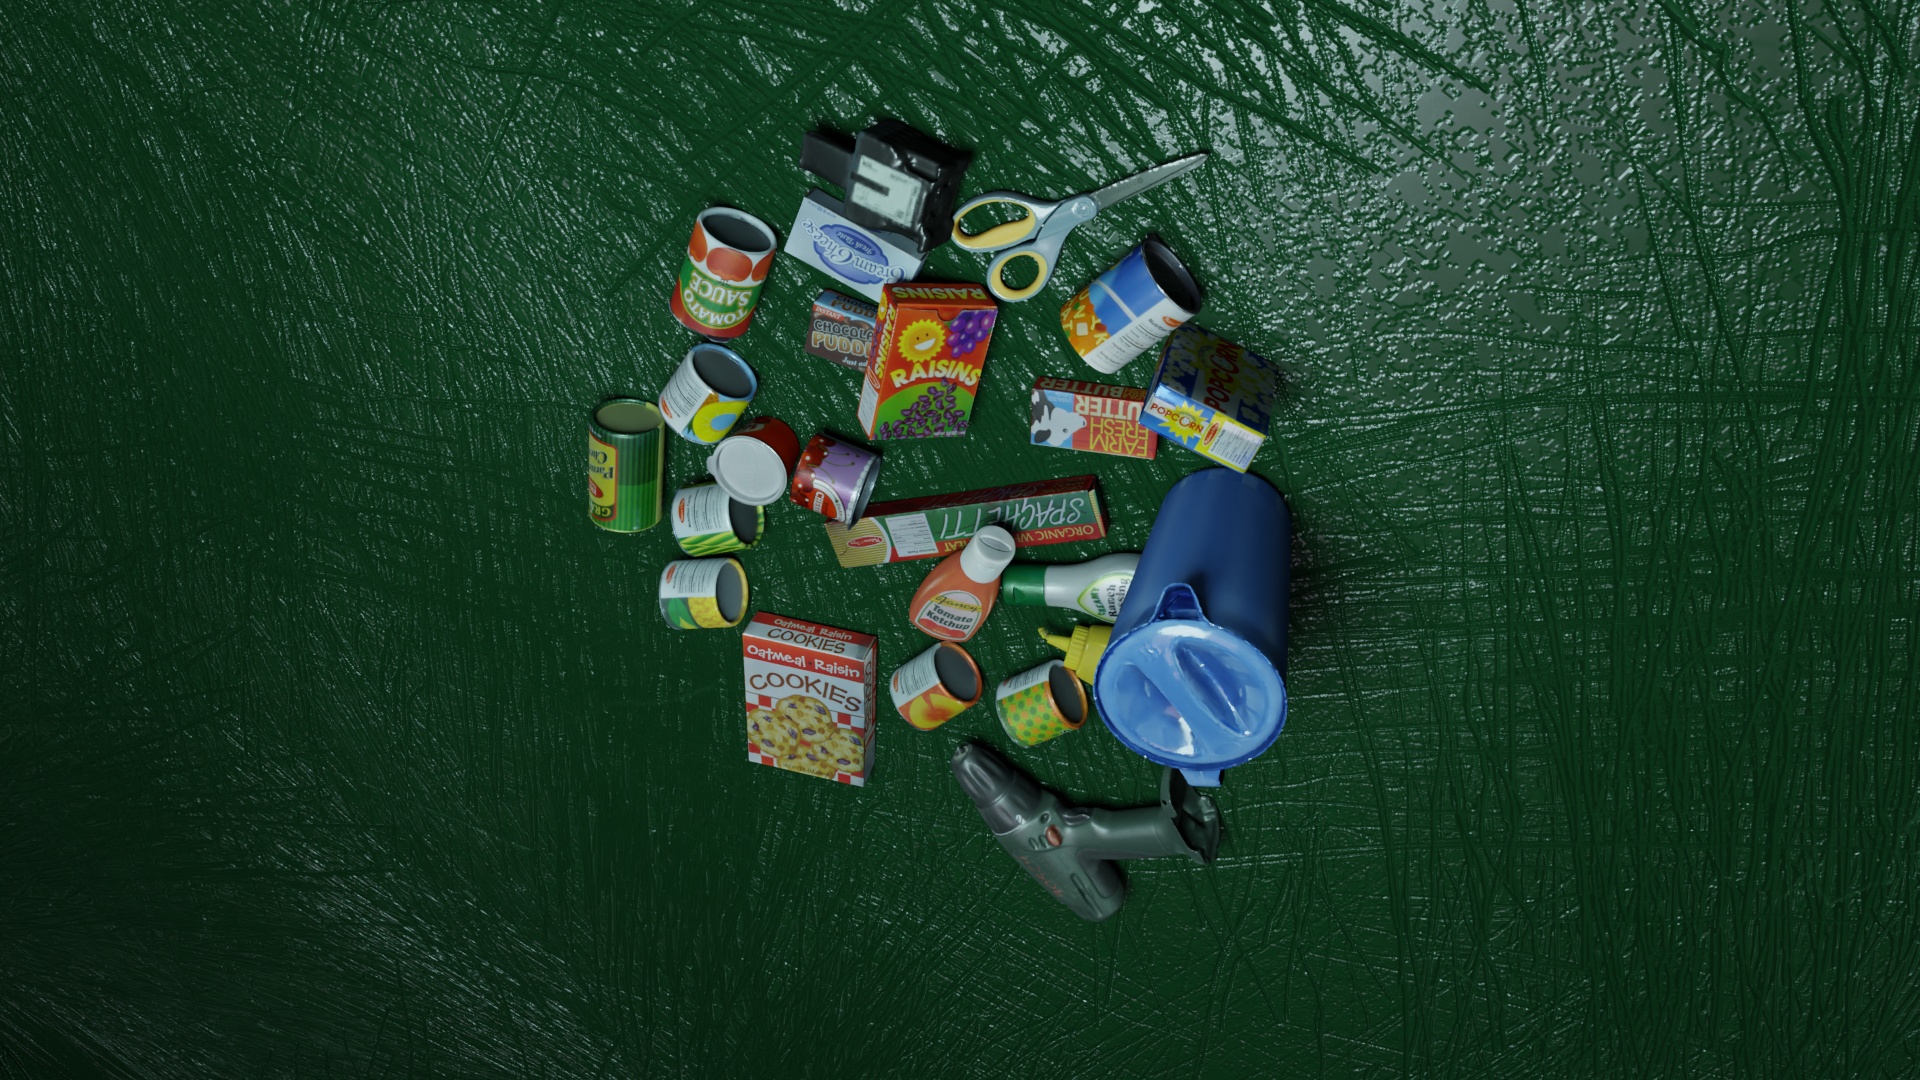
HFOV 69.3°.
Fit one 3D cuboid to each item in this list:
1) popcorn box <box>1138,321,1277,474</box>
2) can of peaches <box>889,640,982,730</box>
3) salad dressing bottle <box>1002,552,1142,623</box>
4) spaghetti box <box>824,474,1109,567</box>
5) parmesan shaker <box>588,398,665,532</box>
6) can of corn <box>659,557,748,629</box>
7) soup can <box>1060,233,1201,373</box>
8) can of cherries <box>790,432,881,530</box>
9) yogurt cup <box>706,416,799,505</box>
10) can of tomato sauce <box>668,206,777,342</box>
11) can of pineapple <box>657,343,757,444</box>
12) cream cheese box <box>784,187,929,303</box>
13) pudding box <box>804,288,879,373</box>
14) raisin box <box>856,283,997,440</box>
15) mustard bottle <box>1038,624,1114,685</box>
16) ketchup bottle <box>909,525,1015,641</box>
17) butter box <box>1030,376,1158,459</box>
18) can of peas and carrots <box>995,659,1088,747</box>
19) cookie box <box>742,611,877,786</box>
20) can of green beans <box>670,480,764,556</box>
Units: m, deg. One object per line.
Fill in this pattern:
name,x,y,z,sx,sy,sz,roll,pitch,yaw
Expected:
popcorn box,0.183,-0.108,1.018,0.085,0.127,0.038,25,124,0
can of peaches,-0.020,0.134,1.282,0.071,0.071,0.058,45,124,-13
salad dressing bottle,0.111,0.040,1.190,0.147,0.044,0.064,2,124,17
spaghetti box,0.004,-0.015,1.198,0.250,0.029,0.050,-7,120,22
parmesan shaker,-0.299,-0.069,1.241,0.071,0.072,0.102,16,125,8
can of corn,-0.238,0.051,1.298,0.058,0.071,0.071,-3,121,20
soup can,0.125,-0.175,1.032,0.083,0.072,0.071,-34,107,33
can of cherries,-0.107,-0.051,1.185,0.058,0.072,0.071,22,126,4
yogurt cup,-0.174,-0.072,1.203,0.072,0.054,0.072,9,124,13
can of tomato sauce,-0.189,-0.212,1.106,0.071,0.071,0.082,27,126,-1
can of pineapple,-0.212,-0.124,1.176,0.071,0.071,0.057,38,126,-8
cream cheese box,-0.082,-0.227,1.089,0.104,0.024,0.053,28,128,-1
pudding box,-0.080,-0.166,1.126,0.084,0.030,0.049,21,125,4
raisin box,-0.028,-0.140,1.094,0.086,0.040,0.122,-3,129,-24
mustard bottle,0.143,0.109,1.221,0.160,0.049,0.065,18,124,6
ketchup bottle,0.005,0.036,1.194,0.065,0.044,0.148,20,147,-9
butter box,0.109,-0.098,1.112,0.103,0.024,0.052,8,125,13
can of peas and carrots,0.076,0.150,1.259,0.058,0.071,0.071,-27,111,30
cookie box,-0.145,0.155,1.352,0.123,0.040,0.166,11,126,11
can of green beans,-0.216,-0.022,1.243,0.058,0.071,0.071,-7,119,22
